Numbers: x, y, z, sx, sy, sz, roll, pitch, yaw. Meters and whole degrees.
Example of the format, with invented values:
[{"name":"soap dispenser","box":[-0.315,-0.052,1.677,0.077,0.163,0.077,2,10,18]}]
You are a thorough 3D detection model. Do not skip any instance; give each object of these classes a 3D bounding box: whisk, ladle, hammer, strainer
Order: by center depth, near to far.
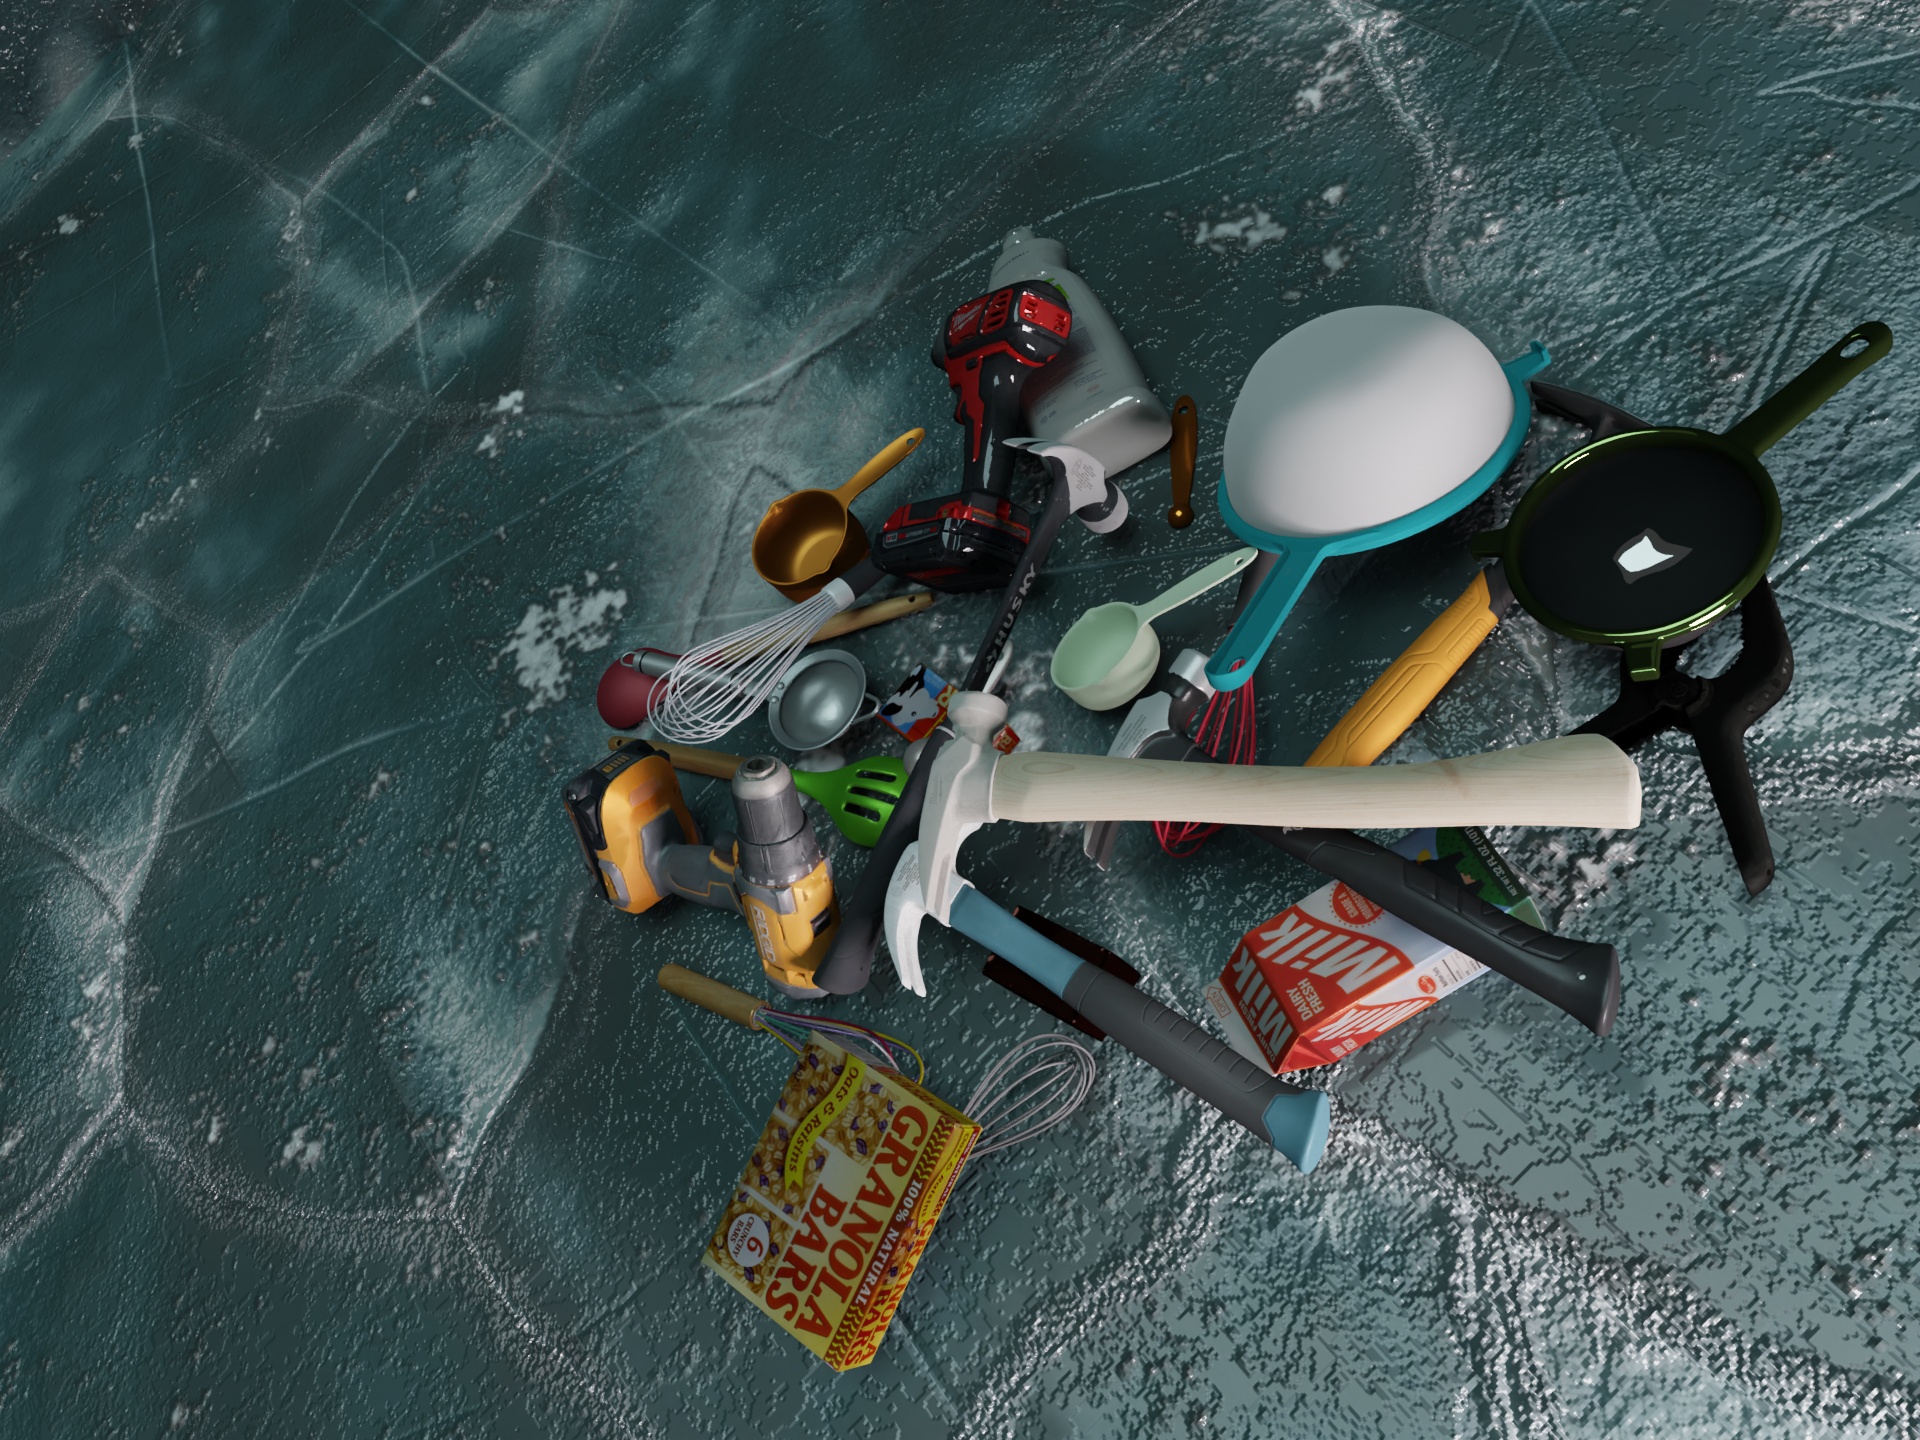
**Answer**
[{"name":"hammer","box":[0.217,0.083,0.908,0.335,0.035,0.146,30,81,37]},{"name":"hammer","box":[0.165,0.051,0.909,0.411,0.038,0.146,-1,65,27]},{"name":"strainer","box":[0.443,-0.129,0.934,0.256,0.069,0.152,-41,46,3]},{"name":"hammer","box":[0.082,0.164,0.966,0.331,0.033,0.128,29,82,35]},{"name":"strainer","box":[0.223,-0.164,1.009,0.211,0.095,0.340,5,47,41]},{"name":"whisk","box":[-0.013,0.279,1.016,0.239,0.055,0.055,-39,54,9]},{"name":"hammer","box":[0.319,-0.069,1.022,0.337,0.034,0.127,-48,55,-1]},{"name":"whisk","box":[0.185,-0.043,1.067,0.073,0.073,0.296,8,65,31]},{"name":"hammer","box":[-0.002,-0.003,1.082,0.036,0.149,0.409,22,84,29]},{"name":"whisk","box":[-0.126,0.215,1.110,0.245,0.051,0.047,14,79,36]},{"name":"whisk","box":[-0.118,-0.077,1.203,0.284,0.070,0.070,-40,51,-22]},{"name":"strainer","box":[-0.163,-0.026,1.237,0.258,0.050,0.087,13,70,27]},{"name":"ladle","box":[-0.165,-0.057,1.278,0.315,0.031,0.069,-15,63,19]}]

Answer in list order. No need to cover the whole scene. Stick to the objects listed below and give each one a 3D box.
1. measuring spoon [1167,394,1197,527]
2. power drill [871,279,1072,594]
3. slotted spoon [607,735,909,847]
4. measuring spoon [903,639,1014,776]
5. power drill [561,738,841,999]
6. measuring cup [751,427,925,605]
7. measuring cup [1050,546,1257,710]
[{"name":"measuring spoon","box":[0.164,-0.195,1.181,0.021,0.011,0.117,-7,63,25]},{"name":"power drill","box":[0.007,-0.211,1.189,0.143,0.078,0.220,-1,76,56]},{"name":"slotted spoon","box":[-0.157,0.041,1.223,0.314,0.031,0.070,10,71,33]},{"name":"measuring spoon","box":[-0.001,-0.010,1.140,0.034,0.018,0.124,29,79,36]},{"name":"power drill","box":[-0.181,0.083,1.122,0.226,0.185,0.084,19,43,36]},{"name":"measuring cup","box":[-0.085,-0.163,1.273,0.173,0.052,0.095,-41,54,2]},{"name":"measuring cup","box":[0.139,-0.064,1.092,0.167,0.038,0.083,-31,35,22]}]
